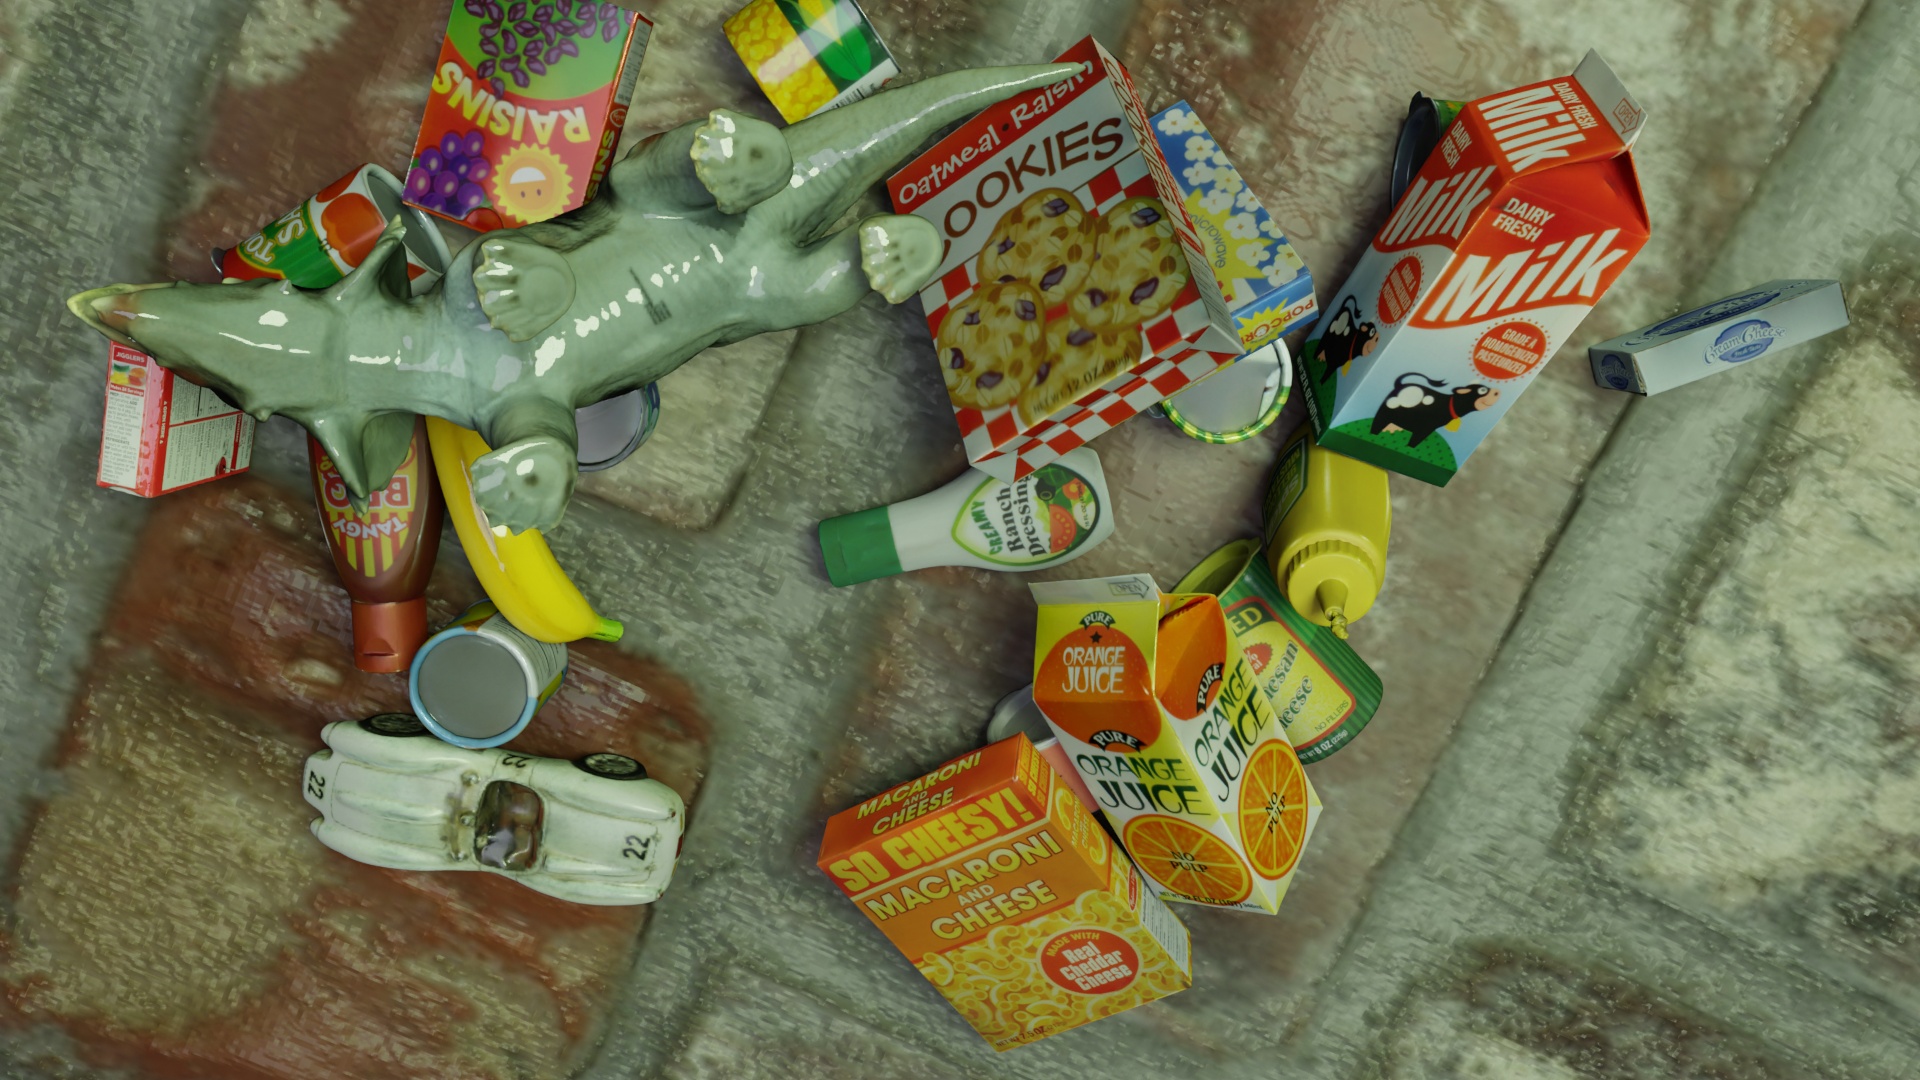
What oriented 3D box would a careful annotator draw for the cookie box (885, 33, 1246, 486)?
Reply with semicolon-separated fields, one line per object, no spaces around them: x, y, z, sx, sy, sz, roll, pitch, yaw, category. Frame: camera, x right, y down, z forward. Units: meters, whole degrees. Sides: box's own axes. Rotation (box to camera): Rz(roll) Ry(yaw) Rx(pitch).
0.042;-0.127;0.628;0.122;0.040;0.168;-29;61;25;cookie box

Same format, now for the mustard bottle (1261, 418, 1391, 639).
0.172;-0.003;0.653;0.049;0.161;0.065;23;120;-2;mustard bottle

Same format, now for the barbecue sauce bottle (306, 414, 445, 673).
-0.296;-0.007;0.713;0.065;0.044;0.148;1;102;-1;barbecue sauce bottle

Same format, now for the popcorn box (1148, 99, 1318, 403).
0.100;-0.137;0.653;0.085;0.038;0.127;-29;58;6;popcorn box

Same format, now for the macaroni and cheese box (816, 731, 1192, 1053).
0.025;0.187;0.722;0.123;0.040;0.166;-28;115;22;macaroni and cheese box

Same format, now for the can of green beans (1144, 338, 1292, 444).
0.126;-0.084;0.690;0.071;0.058;0.071;0;102;0;can of green beans

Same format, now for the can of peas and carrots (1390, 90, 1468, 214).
0.246;-0.179;0.668;0.059;0.071;0.070;5;102;-1;can of peas and carrots

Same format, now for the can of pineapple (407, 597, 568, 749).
-0.246;0.069;0.722;0.071;0.058;0.070;0;102;0;can of pineapple

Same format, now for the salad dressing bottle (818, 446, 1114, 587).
0.003;-0.009;0.713;0.148;0.044;0.064;-13;103;3;salad dressing bottle

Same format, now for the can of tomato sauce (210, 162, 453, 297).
-0.302;-0.135;0.674;0.083;0.071;0.071;-30;100;5;can of tomato sauce

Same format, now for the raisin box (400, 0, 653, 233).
-0.209;-0.208;0.674;0.086;0.040;0.123;19;102;-5;raisin box

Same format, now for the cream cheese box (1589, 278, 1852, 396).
0.374;-0.101;0.690;0.104;0.053;0.024;-20;99;4;cream cheese box

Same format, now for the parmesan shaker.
0.161;0.057;0.714;0.071;0.071;0.103;-44;99;8;parmesan shaker

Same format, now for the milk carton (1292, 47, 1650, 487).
0.233;-0.122;0.621;0.073;0.073;0.189;17;130;-14;milk carton

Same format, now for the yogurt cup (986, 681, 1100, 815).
0.055;0.109;0.729;0.072;0.072;0.054;-28;109;6;yogurt cup

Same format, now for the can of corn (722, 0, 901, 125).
-0.071;-0.234;0.654;0.058;0.071;0.071;-34;100;7;can of corn

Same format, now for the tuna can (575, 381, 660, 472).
-0.189;-0.072;0.705;0.071;0.033;0.071;0;102;0;tuna can

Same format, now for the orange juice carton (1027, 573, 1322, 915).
0.101;0.091;0.678;0.071;0.073;0.192;-5;127;42;orange juice carton
